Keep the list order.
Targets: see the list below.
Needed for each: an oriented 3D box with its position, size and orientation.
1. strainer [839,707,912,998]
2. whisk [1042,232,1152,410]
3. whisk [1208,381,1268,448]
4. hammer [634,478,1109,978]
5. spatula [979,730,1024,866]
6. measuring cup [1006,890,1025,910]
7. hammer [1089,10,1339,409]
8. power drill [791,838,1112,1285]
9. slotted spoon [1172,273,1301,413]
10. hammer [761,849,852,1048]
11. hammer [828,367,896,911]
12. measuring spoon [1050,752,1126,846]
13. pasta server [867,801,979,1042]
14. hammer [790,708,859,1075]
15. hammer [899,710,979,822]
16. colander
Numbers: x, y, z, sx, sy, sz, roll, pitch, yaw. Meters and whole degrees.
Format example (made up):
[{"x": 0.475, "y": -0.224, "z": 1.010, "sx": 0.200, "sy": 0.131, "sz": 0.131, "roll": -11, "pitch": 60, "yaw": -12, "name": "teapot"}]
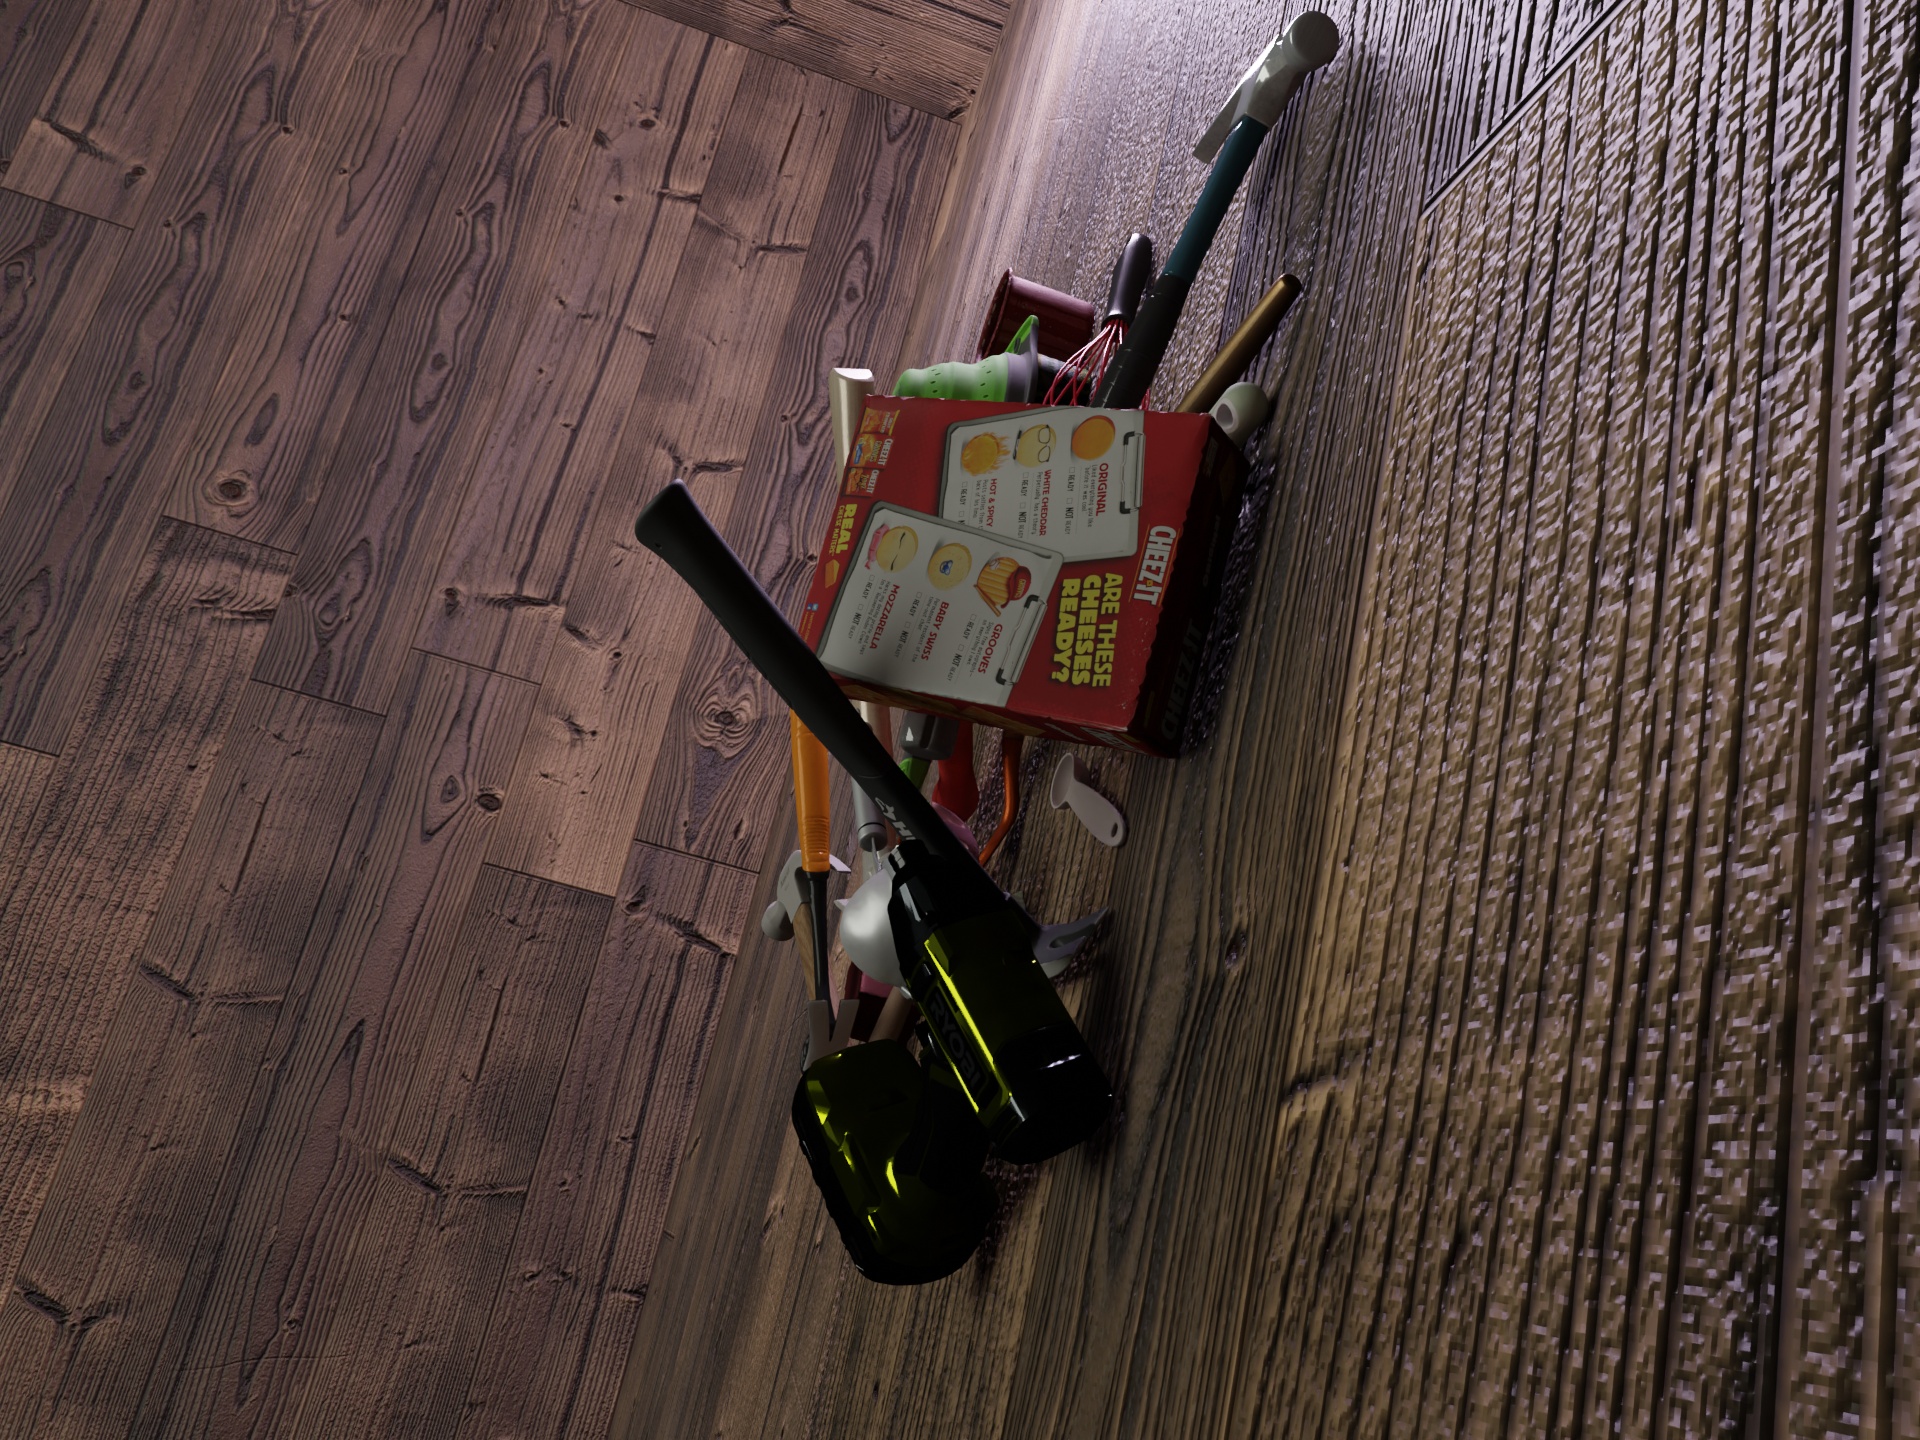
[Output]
[{"x": -0.057, "y": 0.082, "z": 1.013, "sx": 0.259, "sy": 0.050, "sz": 0.086, "roll": -101, "pitch": 11, "yaw": -47, "name": "strainer"}, {"x": 0.107, "y": -0.265, "z": 1.118, "sx": 0.073, "sy": 0.073, "sz": 0.296, "roll": 117, "pitch": 172, "yaw": -46, "name": "whisk"}, {"x": 0.107, "y": -0.109, "z": 0.904, "sx": 0.058, "sy": 0.059, "sz": 0.246, "roll": 62, "pitch": 148, "yaw": 17, "name": "whisk"}, {"x": -0.052, "y": 0.014, "z": 0.830, "sx": 0.146, "sy": 0.334, "sz": 0.035, "roll": -9, "pitch": 34, "yaw": 54, "name": "hammer"}, {"x": 0.030, "y": -0.013, "z": 1.080, "sx": 0.081, "sy": 0.041, "sz": 0.322, "roll": -24, "pitch": -57, "yaw": -81, "name": "spatula"}, {"x": 0.002, "y": 0.145, "z": 1.059, "sx": 0.167, "sy": 0.038, "sz": 0.083, "roll": 179, "pitch": 108, "yaw": -77, "name": "measuring cup"}, {"x": 0.121, "y": -0.246, "z": 0.939, "sx": 0.331, "sy": 0.033, "sz": 0.128, "roll": -64, "pitch": 9, "yaw": 1, "name": "hammer"}, {"x": -0.015, "y": 0.182, "z": 0.833, "sx": 0.171, "sy": 0.080, "sz": 0.223, "roll": 59, "pitch": 143, "yaw": 30, "name": "power drill"}, {"x": 0.113, "y": -0.149, "z": 0.939, "sx": 0.070, "sy": 0.031, "sz": 0.313, "roll": -30, "pitch": -14, "yaw": -36, "name": "slotted spoon"}, {"x": -0.096, "y": 0.235, "z": 1.202, "sx": 0.332, "sy": 0.031, "sz": 0.130, "roll": -108, "pitch": 33, "yaw": -42, "name": "hammer"}, {"x": -0.074, "y": -0.062, "z": 1.182, "sx": 0.146, "sy": 0.038, "sz": 0.411, "roll": 144, "pitch": 123, "yaw": -69, "name": "hammer"}, {"x": 0.077, "y": 0.049, "z": 0.897, "sx": 0.124, "sy": 0.018, "sz": 0.034, "roll": -132, "pitch": 59, "yaw": -71, "name": "measuring spoon"}, {"x": -0.049, "y": 0.188, "z": 1.045, "sx": 0.060, "sy": 0.040, "sz": 0.316, "roll": -113, "pitch": 38, "yaw": -53, "name": "pasta server"}, {"x": -0.108, "y": 0.084, "z": 1.167, "sx": 0.127, "sy": 0.034, "sz": 0.337, "roll": 105, "pitch": 161, "yaw": -57, "name": "hammer"}, {"x": -0.002, "y": -0.003, "z": 1.072, "sx": 0.359, "sy": 0.037, "sz": 0.149, "roll": 89, "pitch": -164, "yaw": -73, "name": "hammer"}, {"x": -0.034, "y": -0.132, "z": 1.224, "sx": 0.204, "sy": 0.094, "sz": 0.397, "roll": 142, "pitch": 142, "yaw": -72, "name": "colander"}]
